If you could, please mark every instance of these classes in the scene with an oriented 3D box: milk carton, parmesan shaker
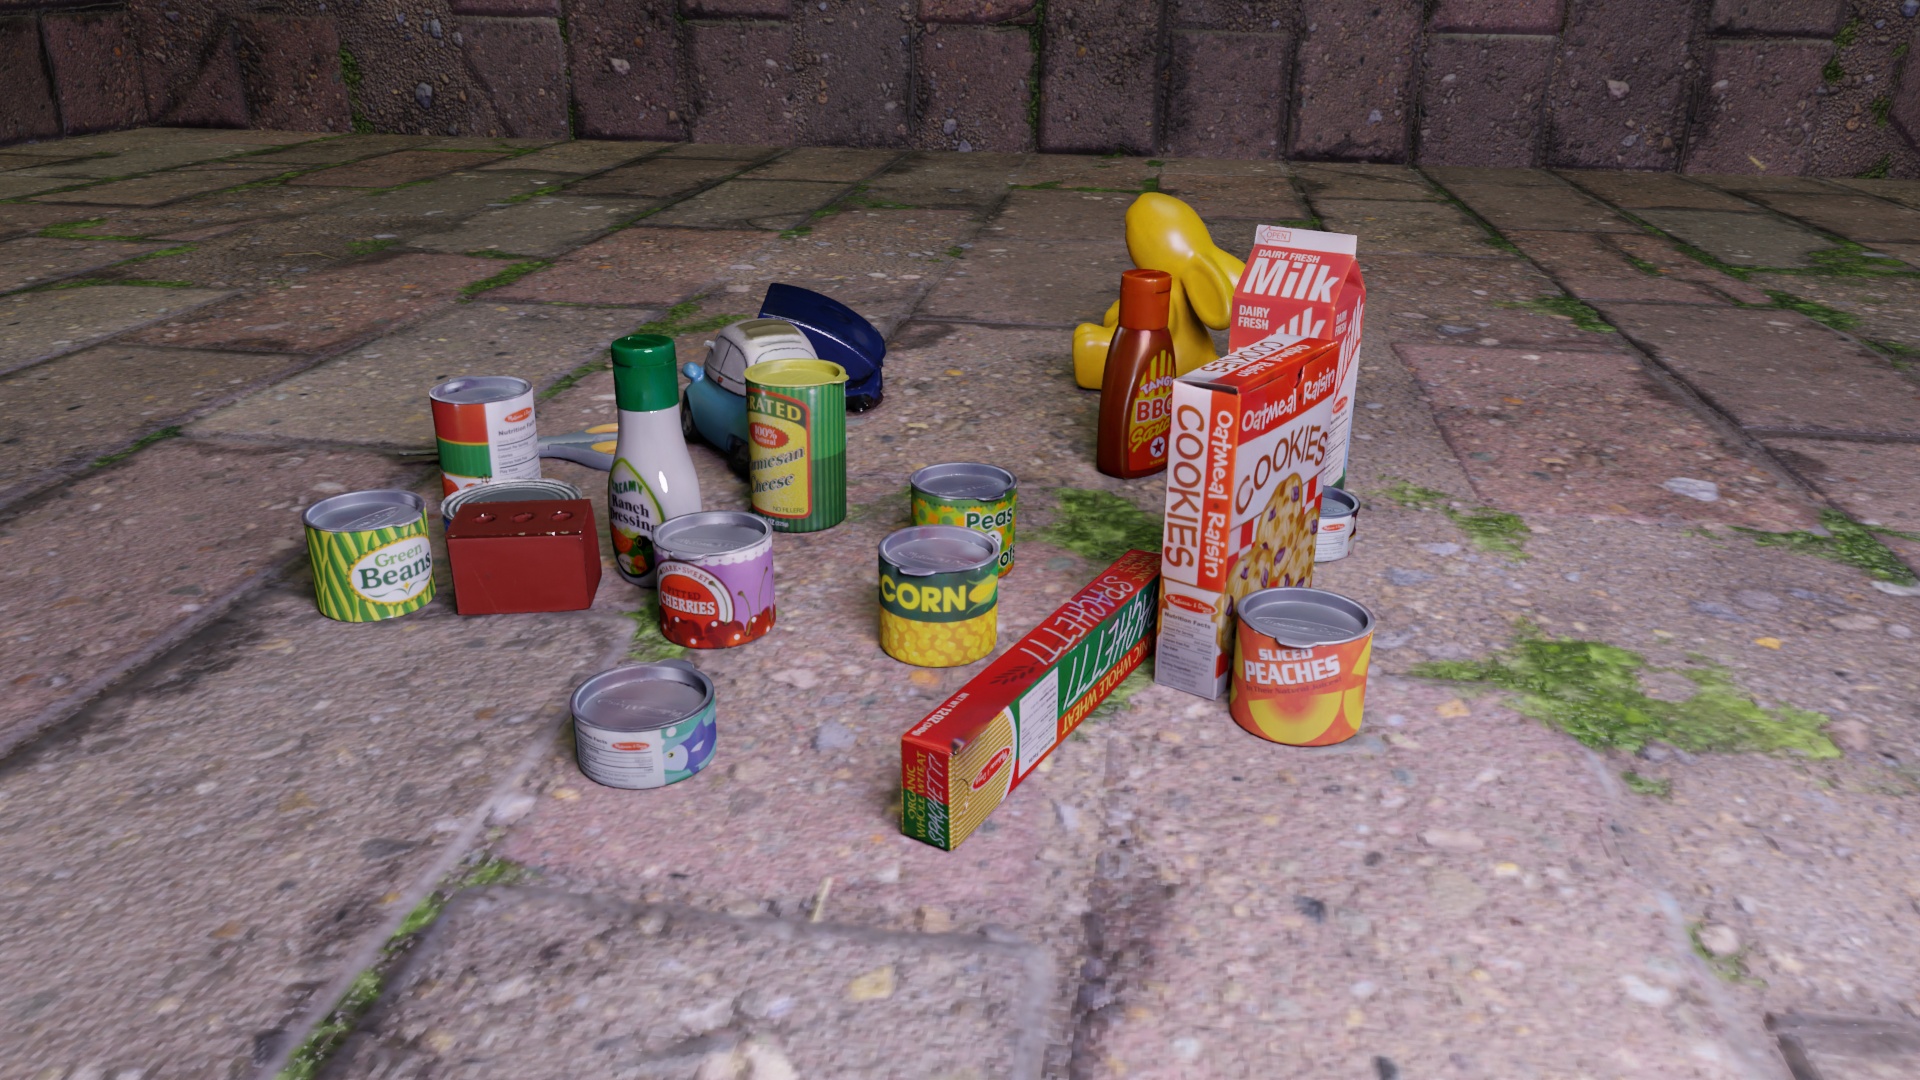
[{"bbox_3d":[0.230,-0.119,0.959,0.072,0.189,0.074,13,25,29],"label":"milk carton"},{"bbox_3d":[-0.107,-0.063,0.927,0.071,0.102,0.071,1,22,0],"label":"parmesan shaker"}]

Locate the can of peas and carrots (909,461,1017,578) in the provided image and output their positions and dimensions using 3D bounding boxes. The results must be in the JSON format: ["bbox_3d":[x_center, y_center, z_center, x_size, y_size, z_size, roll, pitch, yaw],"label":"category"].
[{"bbox_3d":[0.003,-0.011,0.861,0.071,0.058,0.071,1,22,0],"label":"can of peas and carrots"}]

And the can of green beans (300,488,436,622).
[{"bbox_3d":[-0.342,0.008,0.805,0.071,0.057,0.071,1,22,0],"label":"can of green beans"}]

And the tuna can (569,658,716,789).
[{"bbox_3d":[-0.147,0.085,0.655,0.071,0.032,0.071,1,22,0],"label":"tuna can"}]

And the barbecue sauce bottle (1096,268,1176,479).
[{"bbox_3d":[0.132,-0.123,1.021,0.065,0.148,0.044,-18,28,-38],"label":"barbecue sauce bottle"}]

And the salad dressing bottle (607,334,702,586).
[{"bbox_3d":[-0.184,-0.047,0.827,0.064,0.147,0.044,17,27,36],"label":"salad dressing bottle"}]

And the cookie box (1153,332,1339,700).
[{"bbox_3d":[0.153,-0.016,0.737,0.040,0.166,0.123,16,26,33],"label":"cookie box"}]

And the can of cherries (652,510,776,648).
[{"bbox_3d":[-0.139,0.022,0.777,0.071,0.058,0.072,1,22,0],"label":"can of cherries"}]

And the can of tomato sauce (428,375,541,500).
[{"bbox_3d":[-0.325,-0.065,0.951,0.071,0.082,0.071,1,22,0],"label":"can of tomato sauce"}]

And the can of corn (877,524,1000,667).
[{"bbox_3d":[-0.013,0.031,0.760,0.071,0.058,0.071,1,22,0],"label":"can of corn"}]

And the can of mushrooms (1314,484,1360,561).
[{"bbox_3d":[0.225,-0.014,0.908,0.071,0.033,0.071,1,22,0],"label":"can of mushrooms"}]

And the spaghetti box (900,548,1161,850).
[{"bbox_3d":[0.048,0.067,0.683,0.029,0.050,0.251,13,25,27],"label":"spaghetti box"}]

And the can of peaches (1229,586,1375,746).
[{"bbox_3d":[0.168,0.063,0.688,0.071,0.057,0.071,1,22,0],"label":"can of peaches"}]
